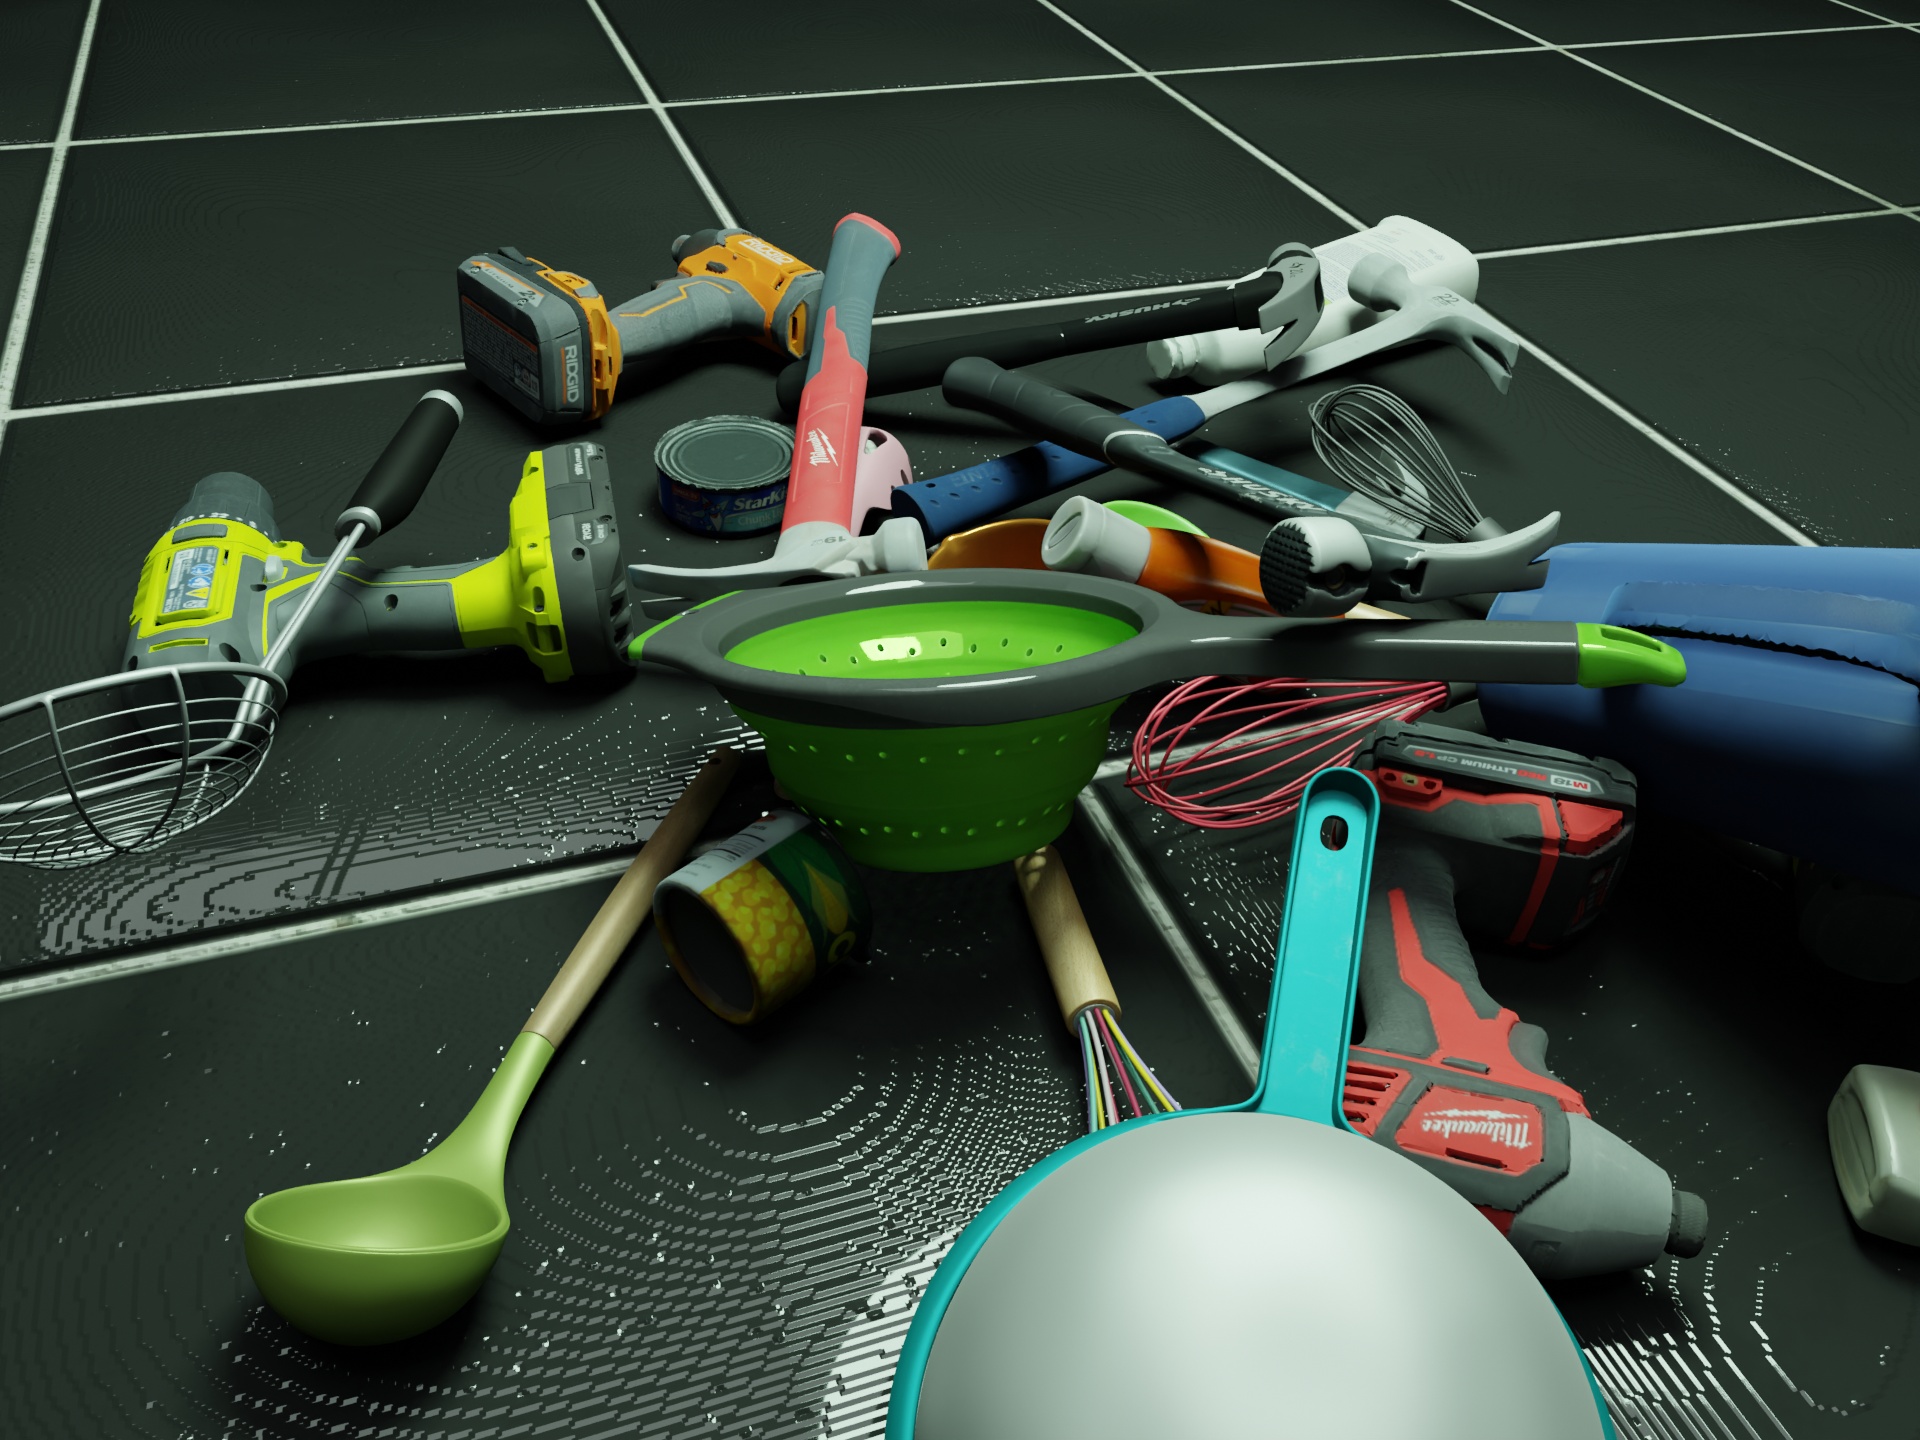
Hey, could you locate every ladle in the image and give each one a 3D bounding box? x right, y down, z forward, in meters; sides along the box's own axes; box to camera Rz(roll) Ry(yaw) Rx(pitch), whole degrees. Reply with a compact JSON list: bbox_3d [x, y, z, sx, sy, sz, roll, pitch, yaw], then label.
[{"bbox_3d":[-0.150,0.095,0.599,0.078,0.062,0.320,6,35,15],"label":"ladle"}]

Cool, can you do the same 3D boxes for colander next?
[{"bbox_3d":[0.068,0.005,0.630,0.397,0.094,0.204,2,17,18],"label":"colander"}]

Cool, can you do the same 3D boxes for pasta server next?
[{"bbox_3d":[-0.066,-0.068,0.836,0.060,0.040,0.316,4,42,2],"label":"pasta server"}]

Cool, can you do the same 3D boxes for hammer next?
[{"bbox_3d":[0.048,-0.225,0.956,0.335,0.035,0.146,-7,28,15],"label":"hammer"},{"bbox_3d":[-0.086,-0.187,0.901,0.143,0.038,0.387,-6,41,6],"label":"hammer"},{"bbox_3d":[0.098,-0.125,0.751,0.149,0.036,0.409,-4,23,-26],"label":"hammer"},{"bbox_3d":[0.127,-0.164,0.963,0.331,0.033,0.128,27,45,28],"label":"hammer"},{"bbox_3d":[0.147,-0.182,0.927,0.405,0.035,0.144,-24,46,-22],"label":"hammer"}]

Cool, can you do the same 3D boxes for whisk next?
[{"bbox_3d":[0.204,-0.010,0.738,0.295,0.073,0.073,-15,42,-22],"label":"whisk"},{"bbox_3d":[0.051,0.128,0.585,0.051,0.047,0.245,3,33,-15],"label":"whisk"},{"bbox_3d":[0.276,-0.098,0.847,0.055,0.055,0.239,-28,65,-33],"label":"whisk"}]

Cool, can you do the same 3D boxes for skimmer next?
[{"bbox_3d":[-0.290,-0.069,0.654,0.127,0.090,0.364,-26,31,22],"label":"skimmer"}]

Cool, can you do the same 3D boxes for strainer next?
[{"bbox_3d":[0.099,0.138,0.455,0.211,0.095,0.341,12,57,8],"label":"strainer"}]

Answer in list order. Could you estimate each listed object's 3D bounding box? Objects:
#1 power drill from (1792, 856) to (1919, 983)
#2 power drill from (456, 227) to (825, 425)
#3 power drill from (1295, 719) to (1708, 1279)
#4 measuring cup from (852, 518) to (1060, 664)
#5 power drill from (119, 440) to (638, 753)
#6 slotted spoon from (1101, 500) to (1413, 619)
[{"bbox_3d":[0.477,0.053,0.679,0.223,0.080,0.171,12,40,16],"label":"power drill"},{"bbox_3d":[-0.207,-0.271,1.041,0.226,0.084,0.164,-23,45,-35],"label":"power drill"},{"bbox_3d":[0.198,0.104,0.597,0.143,0.078,0.220,12,42,11],"label":"power drill"},{"bbox_3d":[-0.003,-0.034,0.777,0.173,0.052,0.095,-36,43,-24],"label":"measuring cup"},{"bbox_3d":[-0.284,-0.075,0.788,0.228,0.080,0.191,-9,40,-11],"label":"power drill"},{"bbox_3d":[0.210,-0.050,0.829,0.314,0.031,0.070,21,47,18],"label":"slotted spoon"}]
